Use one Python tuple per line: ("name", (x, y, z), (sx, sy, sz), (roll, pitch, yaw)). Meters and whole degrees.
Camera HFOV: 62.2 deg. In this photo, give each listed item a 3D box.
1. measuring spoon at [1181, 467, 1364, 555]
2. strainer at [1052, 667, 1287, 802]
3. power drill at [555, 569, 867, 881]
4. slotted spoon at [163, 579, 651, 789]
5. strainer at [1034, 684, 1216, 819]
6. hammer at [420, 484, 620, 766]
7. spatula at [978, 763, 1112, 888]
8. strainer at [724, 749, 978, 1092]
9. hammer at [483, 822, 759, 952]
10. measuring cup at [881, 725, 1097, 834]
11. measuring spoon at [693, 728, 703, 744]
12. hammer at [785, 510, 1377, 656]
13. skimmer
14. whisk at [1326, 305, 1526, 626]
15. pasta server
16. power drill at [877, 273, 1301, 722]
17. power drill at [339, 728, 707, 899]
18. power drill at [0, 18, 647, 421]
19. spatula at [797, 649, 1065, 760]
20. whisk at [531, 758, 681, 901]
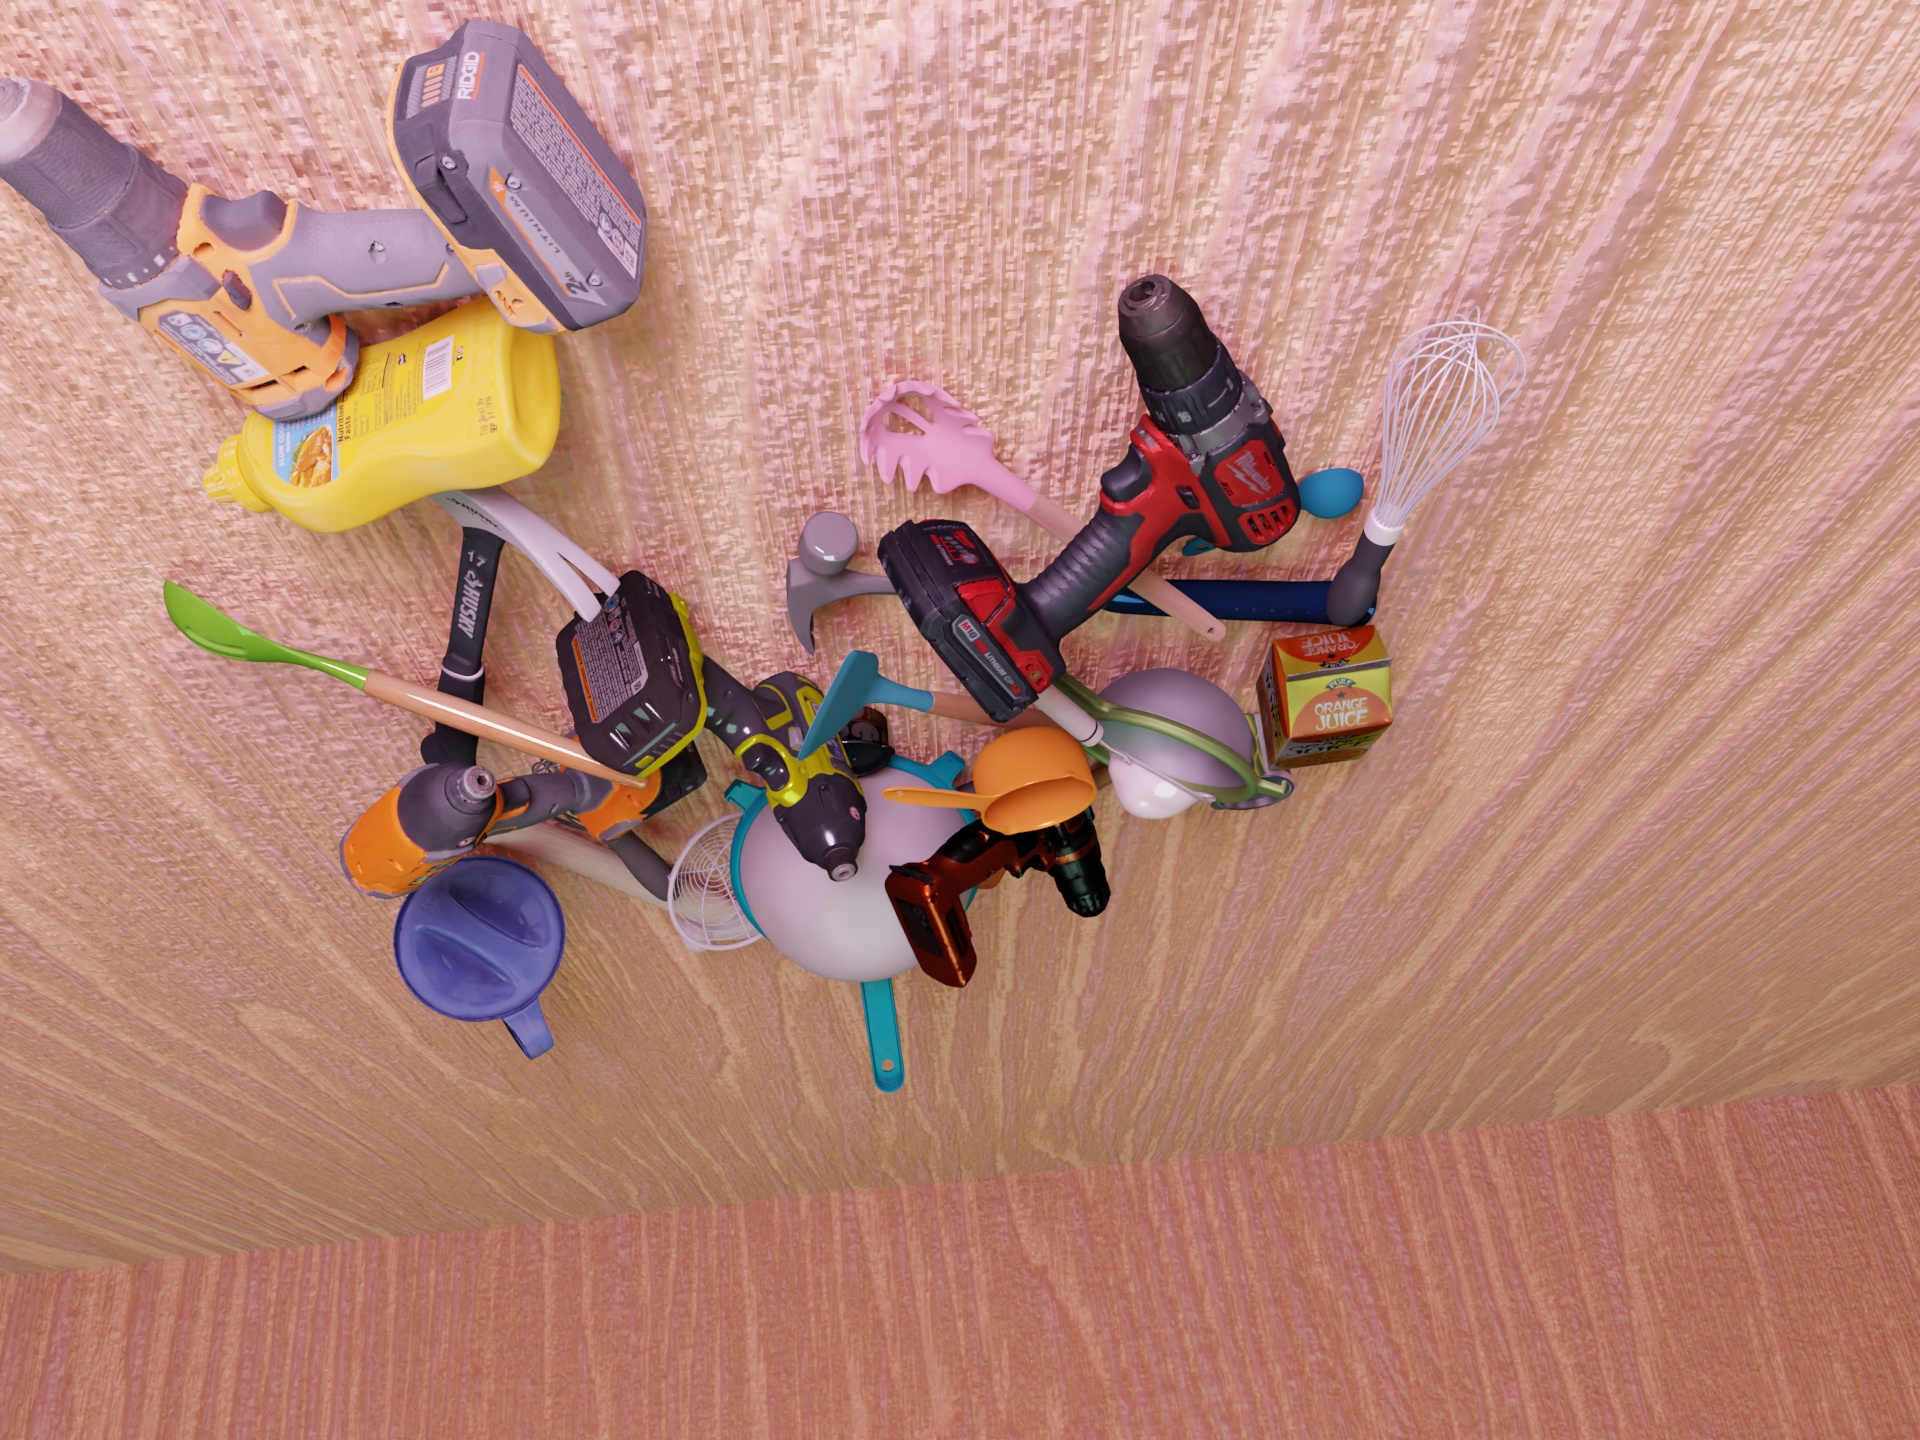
("measuring spoon", (0.199, -0.124, 1.018), (0.128, 0.021, 0.042), (-23, 149, 32))
("strainer", (0.123, -0.023, 1.169), (0.256, 0.069, 0.151), (34, 162, -31))
("power drill", (-0.151, 0.009, 1.049), (0.080, 0.171, 0.223), (-38, 139, 16))
("slotted spoon", (-0.343, -0.016, 0.988), (0.313, 0.031, 0.070), (21, 164, -8))
("strainer", (0.095, 0.014, 1.130), (0.258, 0.050, 0.087), (38, 174, -35))
("hammer", (-0.311, -0.041, 1.014), (0.149, 0.036, 0.408), (34, 150, -4))
("spatula", (0.102, 0.067, 1.358), (0.081, 0.041, 0.322), (19, 143, -39))
("strainer", (-0.075, 0.193, 1.313), (0.211, 0.095, 0.340), (-8, 117, -3))
("hammer", (-0.304, 0.124, 1.388), (0.146, 0.038, 0.410), (-22, 149, 25))
("measuring cup", (0.016, 0.038, 1.155), (0.173, 0.052, 0.095), (5, 147, -30))
("measuring spoon", (-0.226, 0.035, 1.248), (0.034, 0.018, 0.124), (8, 149, -25))
("hammer", (0.083, -0.082, 1.055), (0.405, 0.035, 0.144), (1, 158, -16))
("skimmer", (-0.070, 0.104, 1.337), (0.363, 0.090, 0.127), (-15, 123, 13))
("whisk", (0.264, -0.136, 0.949), (0.070, 0.070, 0.284), (-4, 151, -5))
("pasta server", (0.061, -0.114, 0.948), (0.316, 0.040, 0.060), (29, 115, -36))
("power drill", (0.068, -0.121, 0.875), (0.226, 0.080, 0.187), (-34, 136, 6))
("power drill", (-0.290, 0.048, 1.089), (0.226, 0.084, 0.164), (-18, 172, -45))
("power drill", (-0.273, -0.219, 0.674), (0.226, 0.084, 0.185), (-10, 152, 18))
("spatula", (-0.002, -0.004, 1.140), (0.317, 0.044, 0.082), (9, 114, -50))
("whisk", (-0.282, 0.093, 1.291), (0.055, 0.055, 0.238), (-12, 146, 11))
